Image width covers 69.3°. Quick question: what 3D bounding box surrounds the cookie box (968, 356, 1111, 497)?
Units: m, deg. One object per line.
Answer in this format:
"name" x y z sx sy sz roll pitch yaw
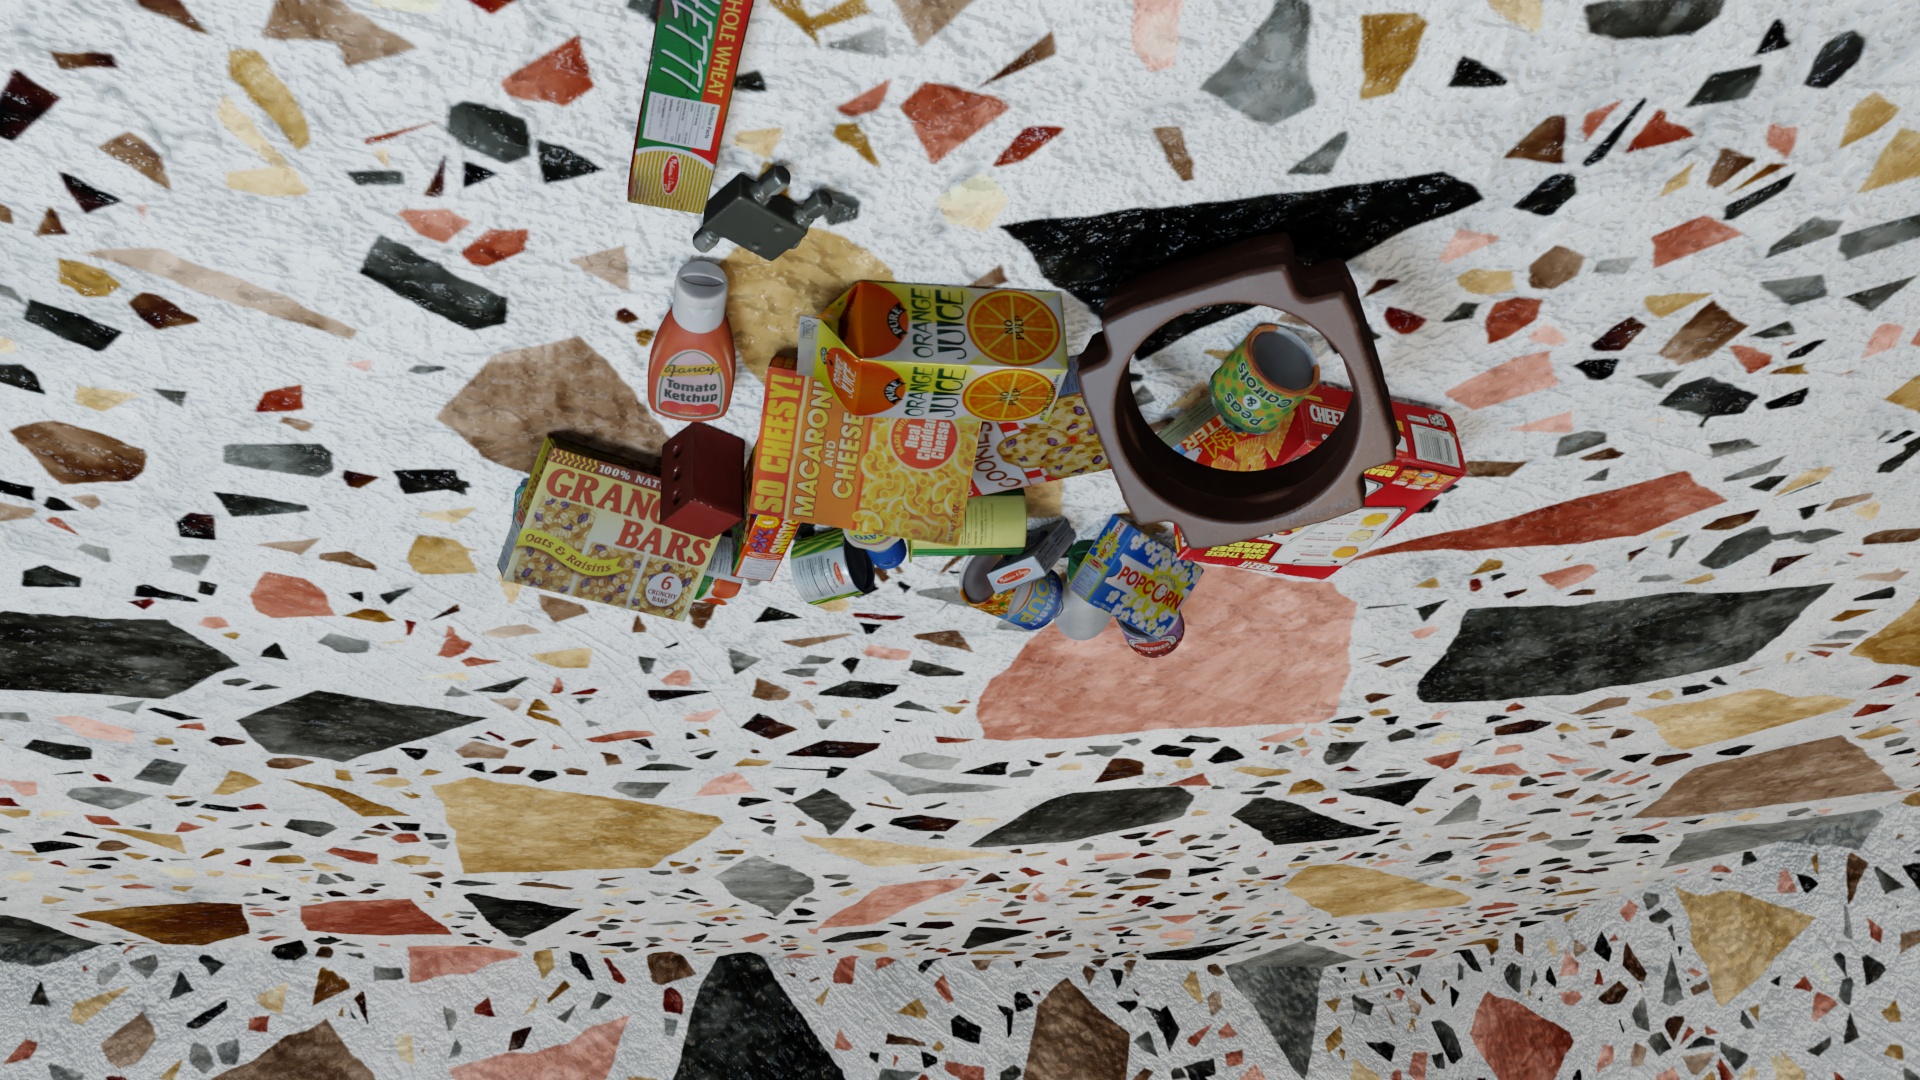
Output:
"cookie box" 0.053 -0.091 1.150 0.167 0.040 0.122 -11 151 13

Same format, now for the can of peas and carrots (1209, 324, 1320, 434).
"can of peas and carrots" 0.236 -0.124 1.082 0.071 0.071 0.058 8 148 -20

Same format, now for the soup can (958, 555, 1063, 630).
"soup can" 0.051 0.047 1.374 0.071 0.071 0.084 -28 143 36

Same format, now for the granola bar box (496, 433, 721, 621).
"granola bar box" -0.294 -0.008 1.188 0.165 0.039 0.124 17 103 -33

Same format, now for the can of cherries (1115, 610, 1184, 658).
"can of cherries" 0.200 0.086 1.462 0.071 0.072 0.058 -10 151 12

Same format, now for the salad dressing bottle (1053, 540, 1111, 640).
"salad dressing bottle" 0.126 0.051 1.421 0.064 0.044 0.147 -2 150 0

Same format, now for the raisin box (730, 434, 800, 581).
"raisin box" -0.164 -0.030 1.187 0.040 0.086 0.122 8 149 -17

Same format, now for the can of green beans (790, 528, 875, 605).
"can of green beans" -0.121 0.024 1.313 0.058 0.071 0.071 -14 150 19

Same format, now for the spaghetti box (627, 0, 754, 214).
"spaghetti box" -0.150 -0.280 0.788 0.050 0.029 0.248 6 150 -18

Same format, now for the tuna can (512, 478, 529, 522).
"tuna can" -0.362 -0.025 1.226 0.071 0.033 0.070 -3 152 -2

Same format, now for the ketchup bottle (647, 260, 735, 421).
"ketchup bottle" -0.195 -0.144 1.018 0.065 0.044 0.148 4 150 -13

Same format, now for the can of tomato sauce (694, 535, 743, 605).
"can of tomato sauce" -0.251 0.022 1.293 0.083 0.071 0.071 15 146 -32

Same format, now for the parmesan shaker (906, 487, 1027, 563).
"parmesan shaker" 0.004 -0.016 1.252 0.103 0.071 0.071 -1 151 -7

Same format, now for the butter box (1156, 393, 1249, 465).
"butter box" 0.199 -0.087 1.156 0.103 0.024 0.053 -37 142 10

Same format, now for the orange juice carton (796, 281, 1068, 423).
"orange juice carton" -0.023 -0.138 1.020 0.193 0.073 0.071 2 151 -9

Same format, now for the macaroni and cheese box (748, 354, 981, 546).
"macaroni and cheese box" -0.073 -0.069 1.084 0.166 0.040 0.123 9 111 -5

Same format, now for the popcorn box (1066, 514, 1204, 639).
"popcorn box" 0.173 0.037 1.358 0.126 0.038 0.085 27 98 -43

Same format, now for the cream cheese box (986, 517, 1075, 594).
"cream cheese box" 0.068 0.014 1.296 0.053 0.104 0.024 -22 102 27

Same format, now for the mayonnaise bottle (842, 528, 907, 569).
"mayonnaise bottle" -0.082 -0.022 1.259 0.065 0.041 0.147 -10 150 8
